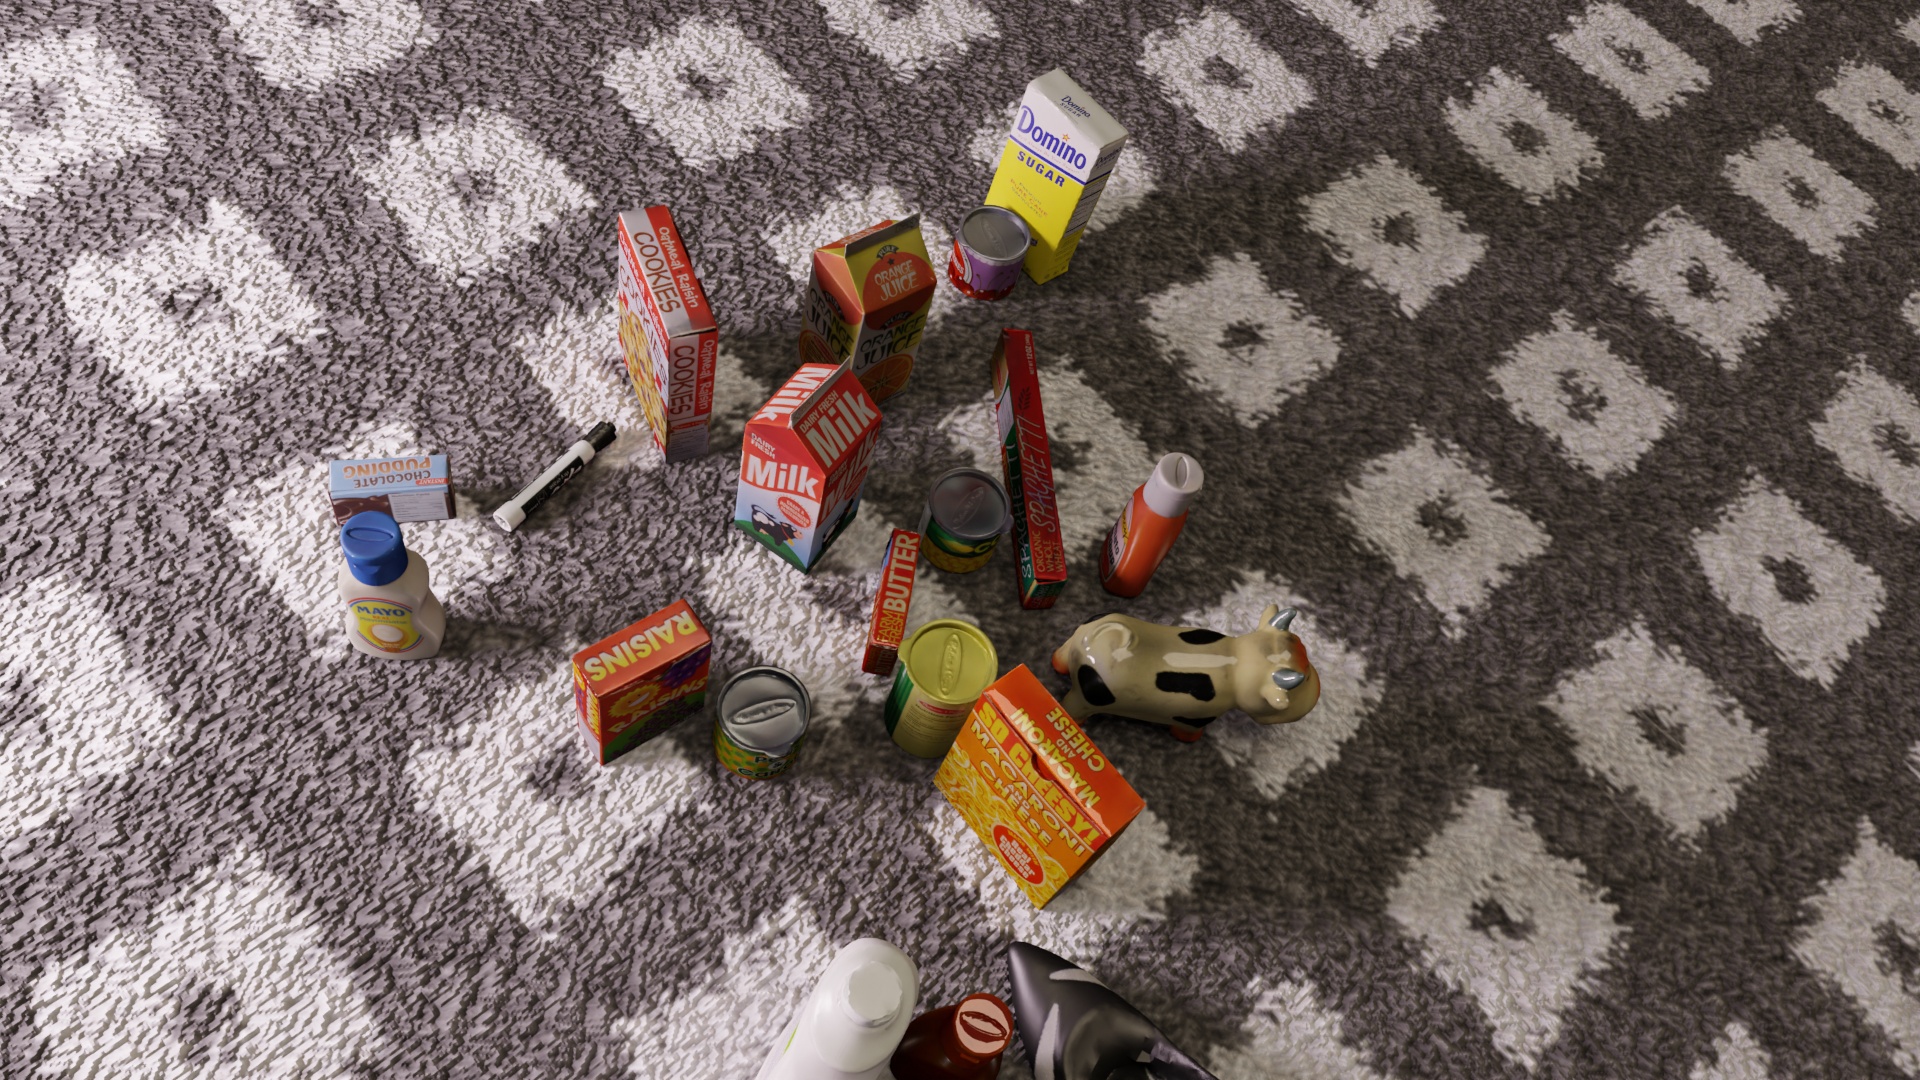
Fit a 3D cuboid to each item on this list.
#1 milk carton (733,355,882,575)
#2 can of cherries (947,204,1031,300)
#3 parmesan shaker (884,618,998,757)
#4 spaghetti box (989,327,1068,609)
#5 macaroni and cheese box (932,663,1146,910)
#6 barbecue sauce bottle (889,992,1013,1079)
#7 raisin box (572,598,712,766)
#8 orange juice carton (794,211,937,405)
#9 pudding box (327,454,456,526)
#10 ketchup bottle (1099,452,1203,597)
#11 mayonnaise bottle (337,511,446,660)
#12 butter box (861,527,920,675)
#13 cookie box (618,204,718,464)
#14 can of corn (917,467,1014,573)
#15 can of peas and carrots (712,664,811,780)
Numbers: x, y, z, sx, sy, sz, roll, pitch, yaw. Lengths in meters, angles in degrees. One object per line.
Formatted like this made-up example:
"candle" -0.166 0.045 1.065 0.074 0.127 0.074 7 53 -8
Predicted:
"milk carton" -0.114 -0.060 1.032 0.073 0.189 0.073 34 58 7
"can of cherries" 0.023 -0.261 1.262 0.071 0.058 0.072 6 59 -10
"parmesan shaker" -0.019 0.108 1.007 0.071 0.102 0.071 6 59 -10
"spaghetti box" 0.055 -0.063 1.157 0.029 0.050 0.251 1 60 -13
"macaroni and cheese box" 0.048 0.173 0.947 0.040 0.165 0.124 -33 72 -28
"barbecue sauce bottle" -0.002 0.315 0.861 0.065 0.147 0.044 24 58 1
"raisin box" -0.218 0.099 0.951 0.086 0.122 0.040 -28 70 -26
"orange juice carton" -0.076 -0.186 1.114 0.072 0.191 0.073 -28 70 -26
"pudding box" -0.419 -0.037 1.027 0.084 0.049 0.030 -5 62 -16
"ketchup bottle" 0.150 -0.015 1.093 0.043 0.148 0.065 12 58 -7
"mayonnaise bottle" -0.387 0.033 0.935 0.065 0.147 0.041 6 59 -10
"butter box" -0.053 0.047 1.064 0.024 0.053 0.104 13 58 -6
"cookie box" -0.228 -0.157 1.075 0.040 0.166 0.123 -16 65 -21
"can of corn" 0.004 -0.014 1.111 0.071 0.058 0.071 6 59 -10
"can of peas and carrots" -0.141 0.132 0.988 0.071 0.058 0.071 6 59 -10
